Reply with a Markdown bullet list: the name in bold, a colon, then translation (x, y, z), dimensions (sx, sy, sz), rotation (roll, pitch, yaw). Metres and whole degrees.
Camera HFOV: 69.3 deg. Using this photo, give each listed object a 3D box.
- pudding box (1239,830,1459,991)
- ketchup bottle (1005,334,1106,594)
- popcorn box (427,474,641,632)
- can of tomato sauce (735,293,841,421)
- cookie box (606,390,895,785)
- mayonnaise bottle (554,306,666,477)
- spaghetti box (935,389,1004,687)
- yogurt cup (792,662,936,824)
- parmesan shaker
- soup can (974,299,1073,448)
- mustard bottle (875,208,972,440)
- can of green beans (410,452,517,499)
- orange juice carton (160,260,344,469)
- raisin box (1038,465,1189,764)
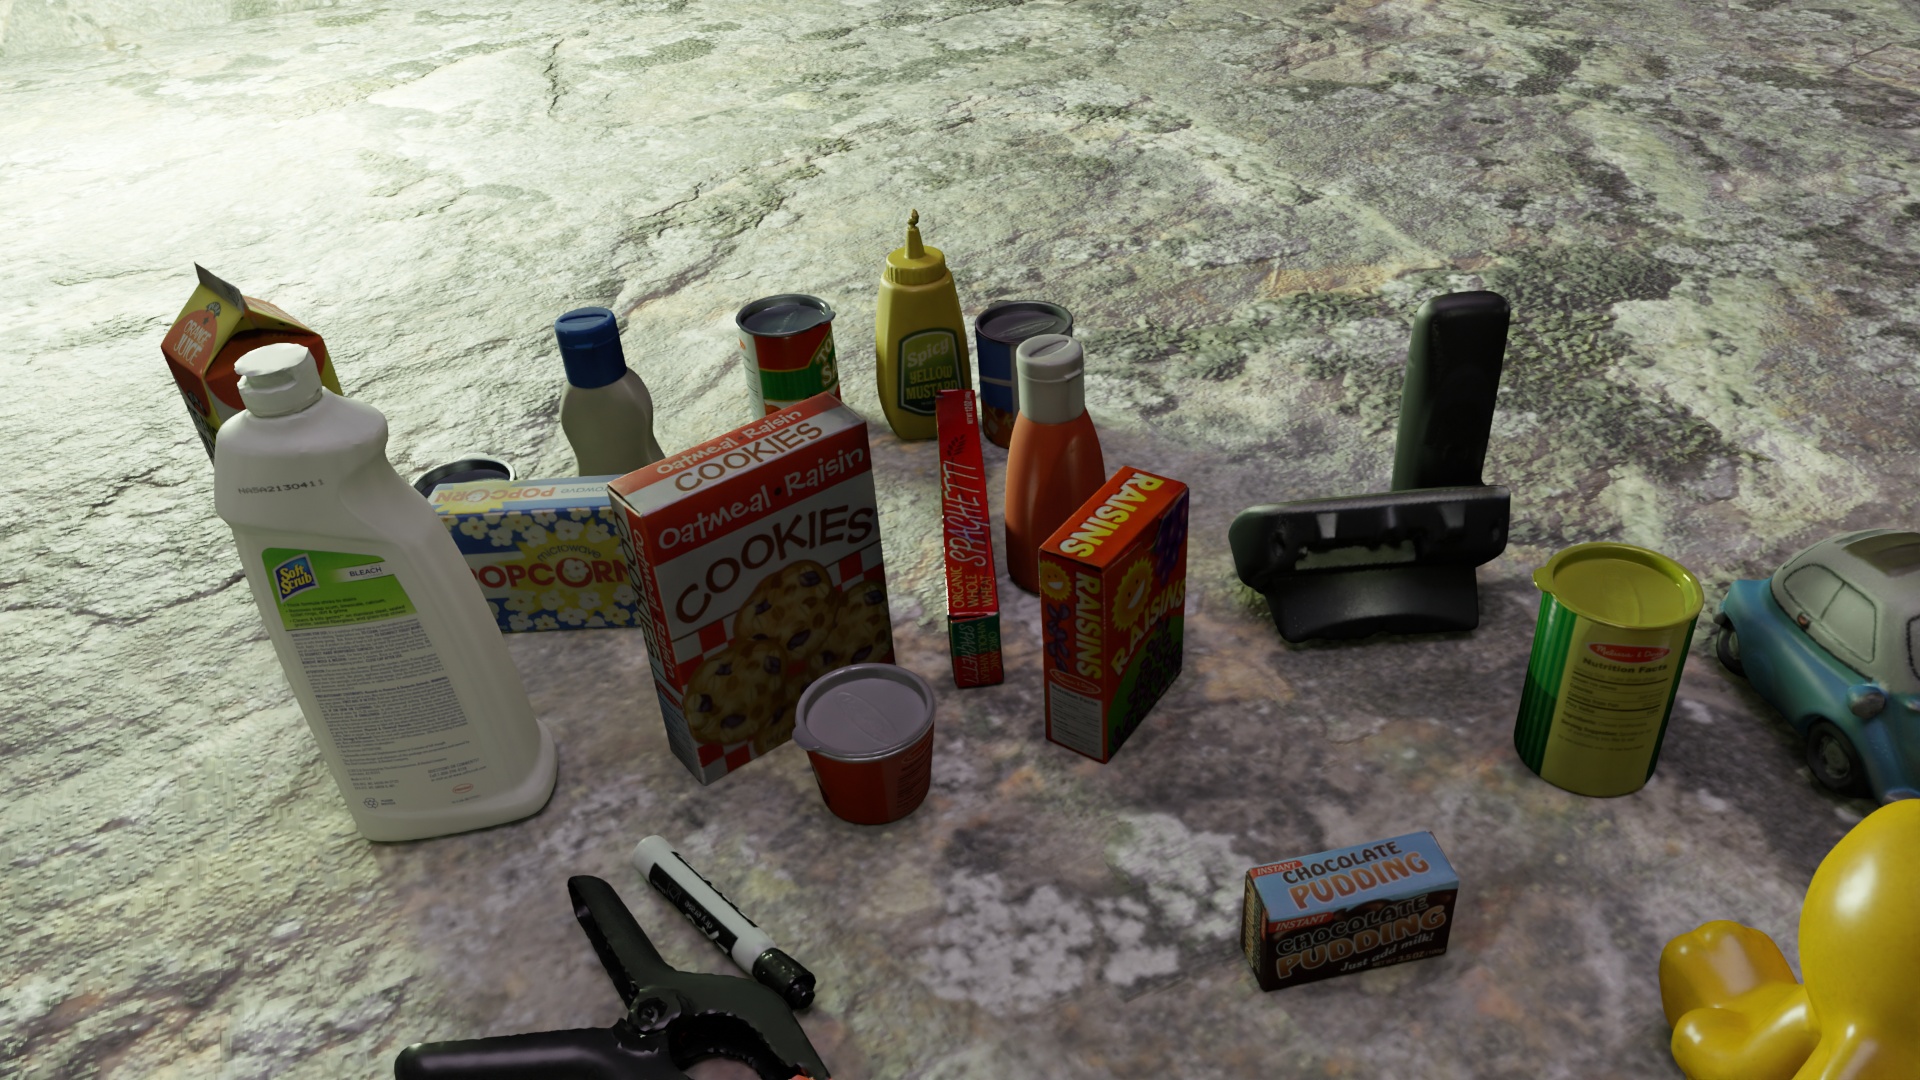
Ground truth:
- **pudding box**: translation (0.162, 0.155, 0.582), dimensions (0.084, 0.049, 0.030), rotation (-9, 35, -7)
- **ketchup bottle**: translation (0.054, -0.043, 0.792), dimensions (0.065, 0.148, 0.043), rotation (-28, 41, -30)
- **popcorn box**: translation (-0.238, 0.008, 0.806), dimensions (0.127, 0.084, 0.038), rotation (-3, 35, 2)
- **can of tomato sauce**: translation (-0.118, -0.124, 0.985), dimensions (0.071, 0.082, 0.071), rotation (-3, 35, 2)
- **cookie box**: translation (-0.099, 0.024, 0.696), dimensions (0.123, 0.166, 0.040), rotation (-27, 40, -29)
- **mayonnaise bottle**: translation (-0.218, -0.071, 0.864), dimensions (0.065, 0.147, 0.041), rotation (-7, 35, -3)
- **spaghetti box**: translation (0.003, -0.010, 0.837), dimensions (0.029, 0.050, 0.251), rotation (-5, 35, 0)
- **yogurt cup**: translation (-0.044, 0.101, 0.678), dimensions (0.072, 0.053, 0.073), rotation (-3, 35, 2)
- **parmesan shaker**: translation (0.299, 0.061, 0.655), dimensions (0.071, 0.102, 0.072), rotation (-3, 35, 2)
- **soup can**: translation (0.044, -0.115, 0.953), dimensions (0.071, 0.083, 0.072), rotation (-3, 35, 2)
- **mustard bottle**: translation (-0.028, -0.146, 0.939), dimensions (0.065, 0.159, 0.049), rotation (-13, 35, -11)
- **can of green beans**: translation (-0.303, -0.011, 0.865), dimensions (0.071, 0.057, 0.071), rotation (-3, 35, 2)
- **orange juice carton**: translation (-0.423, -0.075, 0.853), dimensions (0.073, 0.191, 0.072), rotation (-31, 43, -33)
- **raisin box**: translation (0.078, 0.037, 0.696), dimensions (0.040, 0.122, 0.086), rotation (19, 41, 30)
